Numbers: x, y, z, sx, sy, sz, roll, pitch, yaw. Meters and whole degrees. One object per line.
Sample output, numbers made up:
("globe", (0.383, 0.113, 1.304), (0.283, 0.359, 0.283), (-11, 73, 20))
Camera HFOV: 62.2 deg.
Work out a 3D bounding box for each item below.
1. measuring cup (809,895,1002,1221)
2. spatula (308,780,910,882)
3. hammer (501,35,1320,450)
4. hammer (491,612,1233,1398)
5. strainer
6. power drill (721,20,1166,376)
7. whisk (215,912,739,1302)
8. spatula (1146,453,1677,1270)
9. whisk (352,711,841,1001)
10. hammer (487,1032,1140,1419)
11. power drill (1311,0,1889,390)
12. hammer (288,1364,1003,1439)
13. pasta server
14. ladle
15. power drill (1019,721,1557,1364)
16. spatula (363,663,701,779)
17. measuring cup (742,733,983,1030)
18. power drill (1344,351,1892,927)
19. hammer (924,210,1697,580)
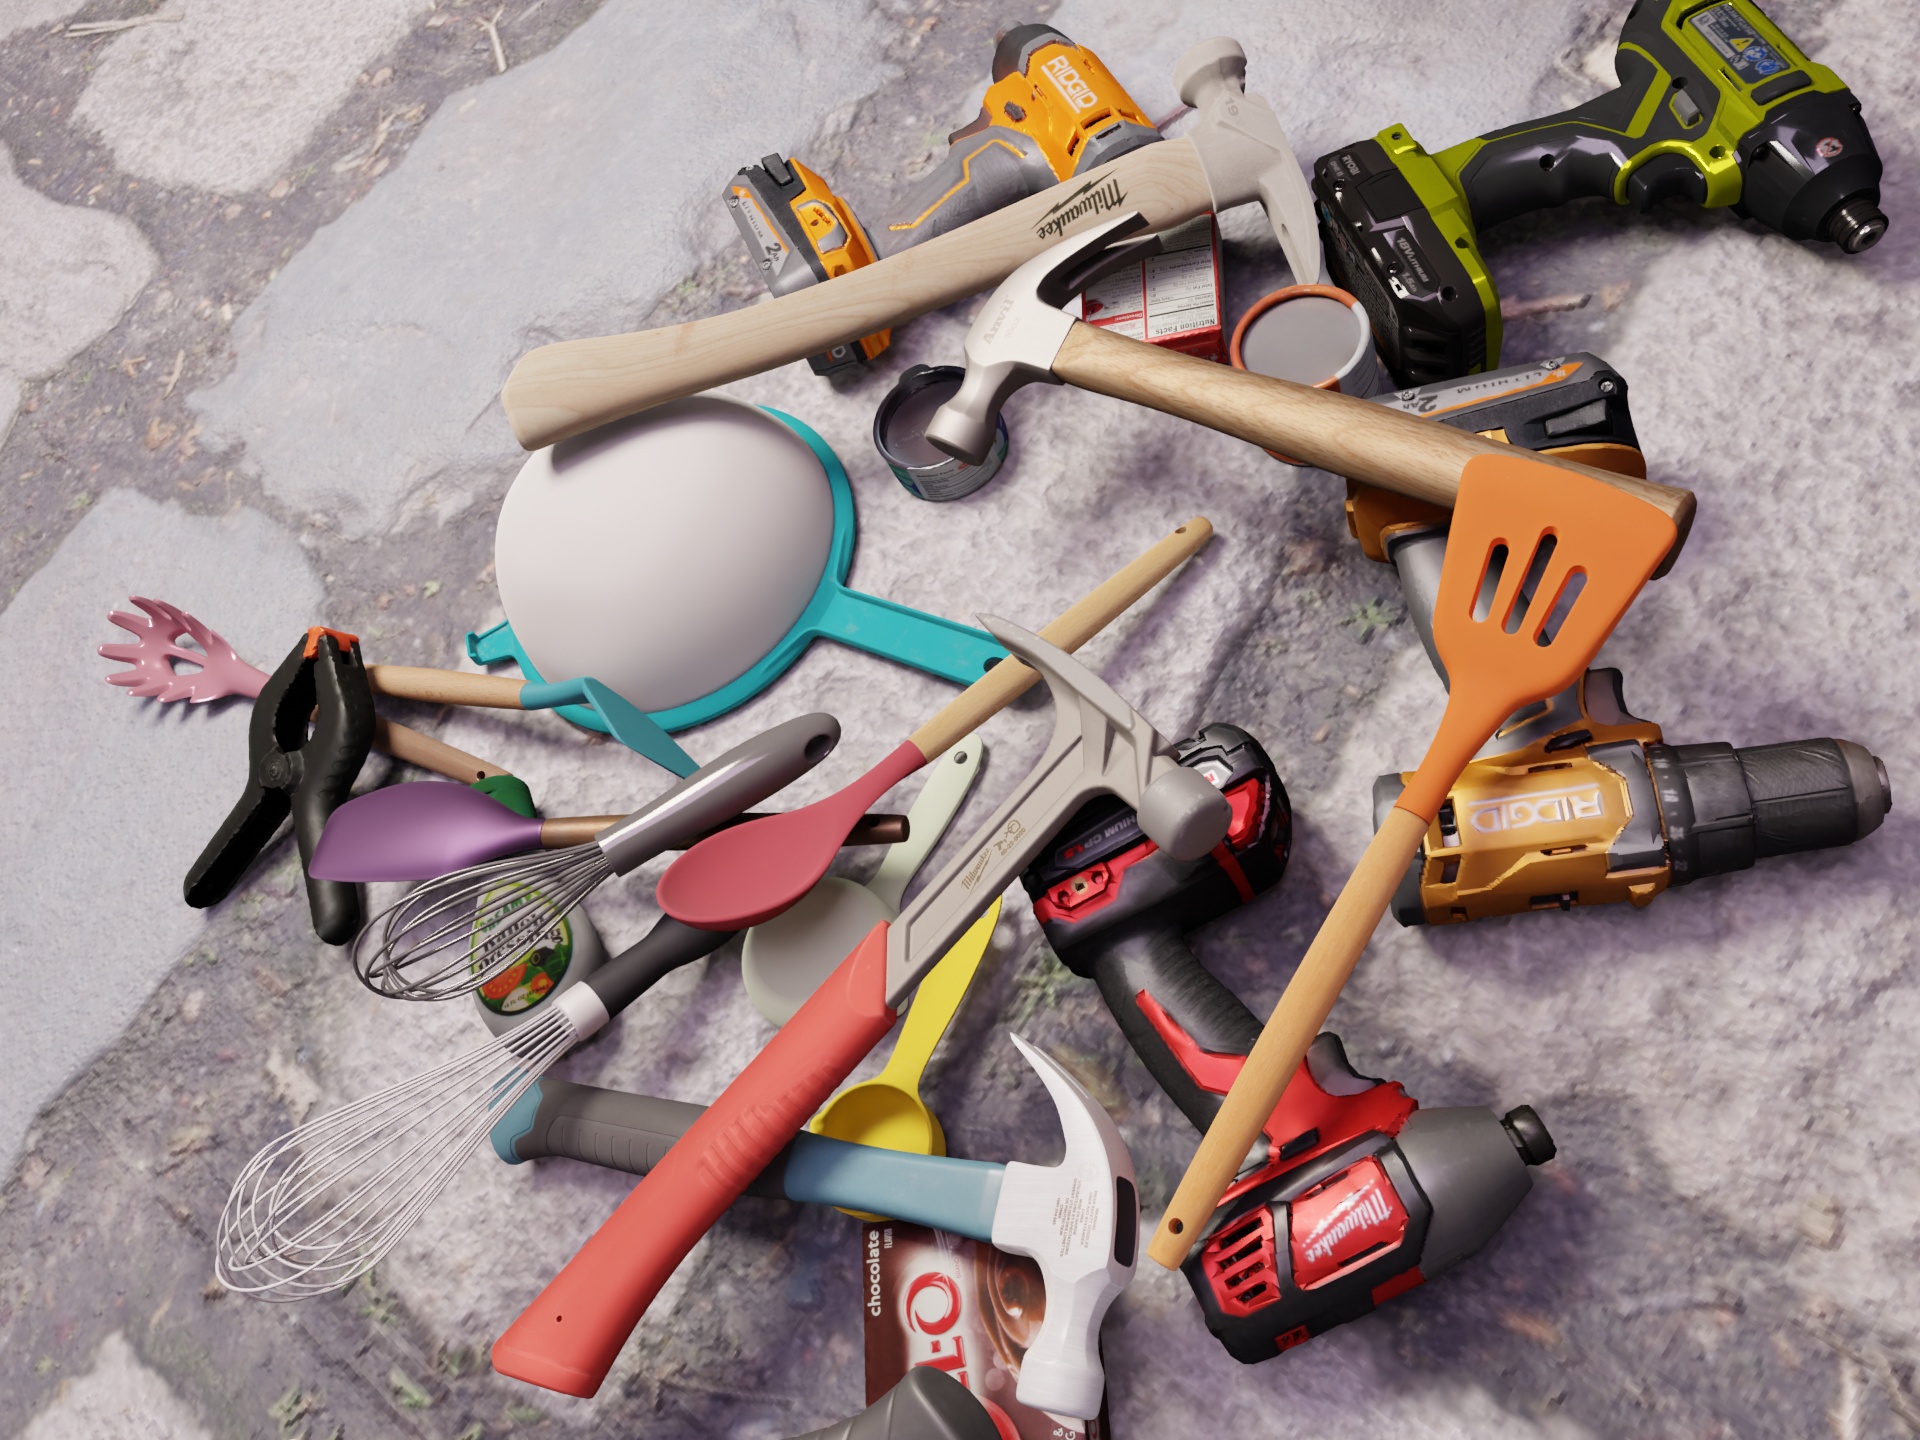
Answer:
("measuring cup", (-0.013, 0.144, 0.695), (0.062, 0.029, 0.157), (13, 65, 30))
("spatula", (-0.175, 0.052, 0.766), (0.316, 0.018, 0.060), (-2, 54, 17))
("hammer", (-0.028, -0.209, 0.796), (0.410, 0.038, 0.146), (-19, 75, 1))
("hammer", (-0.059, 0.122, 0.637), (0.359, 0.036, 0.149), (-48, 49, 1))
("strainer", (-0.117, -0.086, 0.812), (0.340, 0.095, 0.211), (20, 73, 30))
("power drill", (-0.013, -0.307, 0.897), (0.226, 0.084, 0.164), (-27, 57, 1))
("whisk", (-0.194, 0.147, 0.699), (0.070, 0.070, 0.284), (32, 54, 31))
("spatula", (0.151, 0.053, 0.579), (0.081, 0.041, 0.322), (27, 81, 28))
("whisk", (-0.159, 0.057, 0.714), (0.239, 0.055, 0.055), (-30, 56, -11))
("hammer", (-0.077, 0.184, 0.659), (0.331, 0.033, 0.128), (0, 63, 33))
("power drill", (0.295, -0.246, 0.744), (0.223, 0.080, 0.171), (-23, 58, 6))
("hammer", (-0.134, 0.313, 0.598), (0.335, 0.035, 0.146), (-24, 78, 18))
("pasta server", (-0.379, -0.009, 0.911), (0.316, 0.040, 0.060), (18, 91, 27))
("ladle", (-0.001, -0.002, 0.724), (0.315, 0.031, 0.069), (-38, 38, -16))
("power drill", (0.121, 0.119, 0.625), (0.143, 0.078, 0.220), (-29, 60, 7))
("spatula", (-0.248, -0.005, 0.837), (0.318, 0.082, 0.044), (6, 71, 36))
("measuring cup", (-0.040, 0.070, 0.733), (0.083, 0.038, 0.167), (25, 76, 30))
("power drill", (0.253, -0.034, 0.649), (0.185, 0.084, 0.226), (-10, 65, 17))
("hammer", (0.139, -0.130, 0.670), (0.331, 0.031, 0.130), (25, 87, 32))
